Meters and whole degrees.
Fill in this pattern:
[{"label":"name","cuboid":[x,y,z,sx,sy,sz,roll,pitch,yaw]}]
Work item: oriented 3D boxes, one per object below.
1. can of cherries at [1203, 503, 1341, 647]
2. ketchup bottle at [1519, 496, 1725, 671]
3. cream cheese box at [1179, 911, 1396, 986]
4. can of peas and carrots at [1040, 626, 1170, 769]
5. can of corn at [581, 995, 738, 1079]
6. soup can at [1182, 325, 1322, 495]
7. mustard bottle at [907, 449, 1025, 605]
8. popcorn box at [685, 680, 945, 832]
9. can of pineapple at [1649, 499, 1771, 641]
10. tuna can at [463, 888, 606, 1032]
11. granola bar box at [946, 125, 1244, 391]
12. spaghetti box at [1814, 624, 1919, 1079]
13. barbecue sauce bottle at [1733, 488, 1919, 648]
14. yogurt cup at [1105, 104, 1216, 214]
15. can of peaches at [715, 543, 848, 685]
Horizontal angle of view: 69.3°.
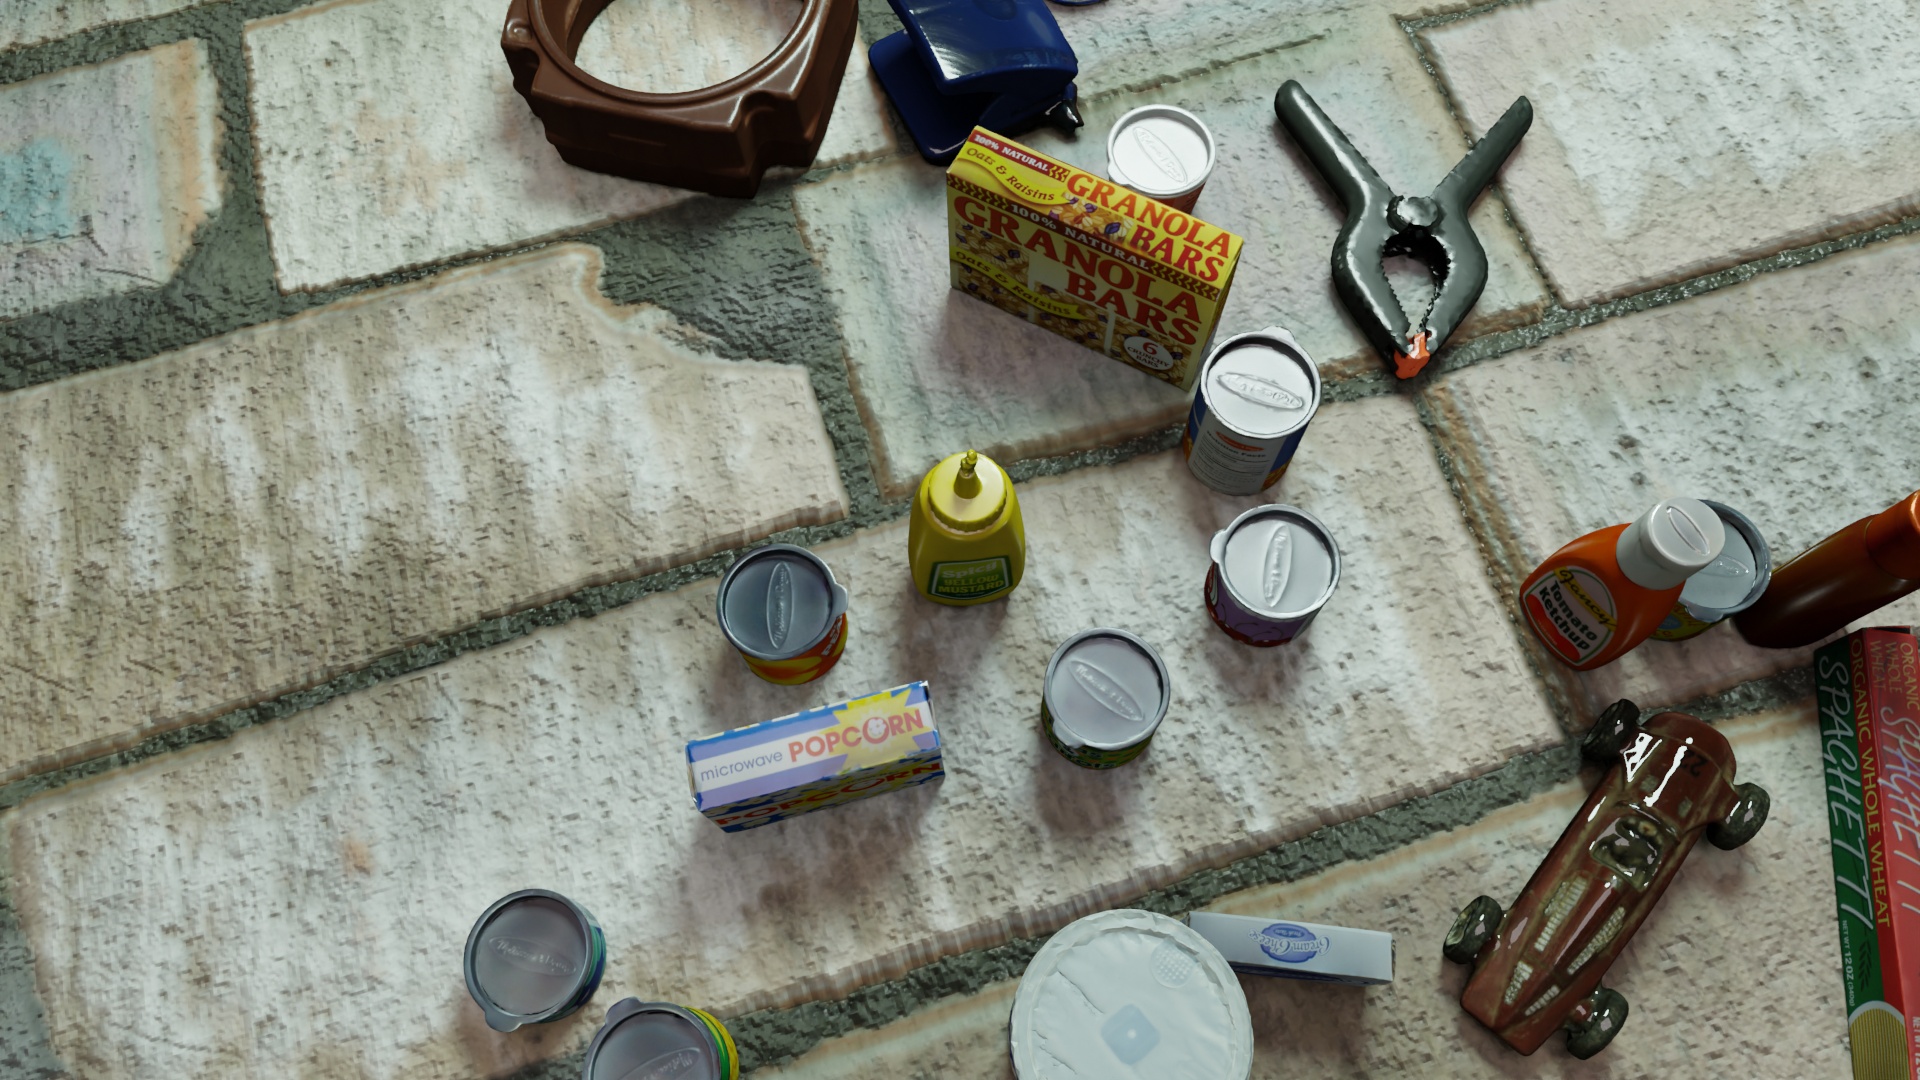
[{"label":"can of cherries","cuboid":[0.170,0.020,0.774,0.071,0.058,0.072,0,69,1]},{"label":"ketchup bottle","cuboid":[0.344,0.020,0.723,0.043,0.148,0.065,-28,72,-9]},{"label":"cream cheese box","cuboid":[0.162,0.208,0.705,0.104,0.053,0.024,6,70,3]},{"label":"can of peas and carrots","cuboid":[0.075,0.088,0.749,0.071,0.058,0.071,0,69,1]},{"label":"can of corn","cuboid":[-0.147,0.261,0.686,0.071,0.058,0.071,0,69,1]},{"label":"soup can","cuboid":[0.166,-0.073,0.796,0.071,0.083,0.071,0,69,1]},{"label":"mustard bottle","cuboid":[0.003,-0.009,0.733,0.065,0.159,0.049,-7,70,-1]},{"label":"popcorn box","cuboid":[-0.073,0.115,0.727,0.127,0.085,0.038,-14,70,-4]},{"label":"can of pineapple","cuboid":[0.401,0.019,0.771,0.071,0.057,0.071,0,69,1]},{"label":"tuna can","cuboid":[-0.220,0.218,0.718,0.071,0.032,0.071,0,69,1]},{"label":"granola bar box","cuboid":[0.074,-0.162,0.810,0.166,0.123,0.039,26,72,10]},{"label":"spaghetti box","cuboid":[0.478,0.168,0.717,0.029,0.050,0.251,7,69,3]},{"label":"barbecue sauce bottle","cuboid":[0.468,0.015,0.723,0.065,0.148,0.044,-13,70,-4]},{"label":"yogurt cup","cuboid":[0.123,-0.230,0.873,0.072,0.053,0.072,0,69,1]},{"label":"can of peaches","cuboid":[-0.095,0.042,0.770,0.071,0.058,0.071,0,69,1]}]
